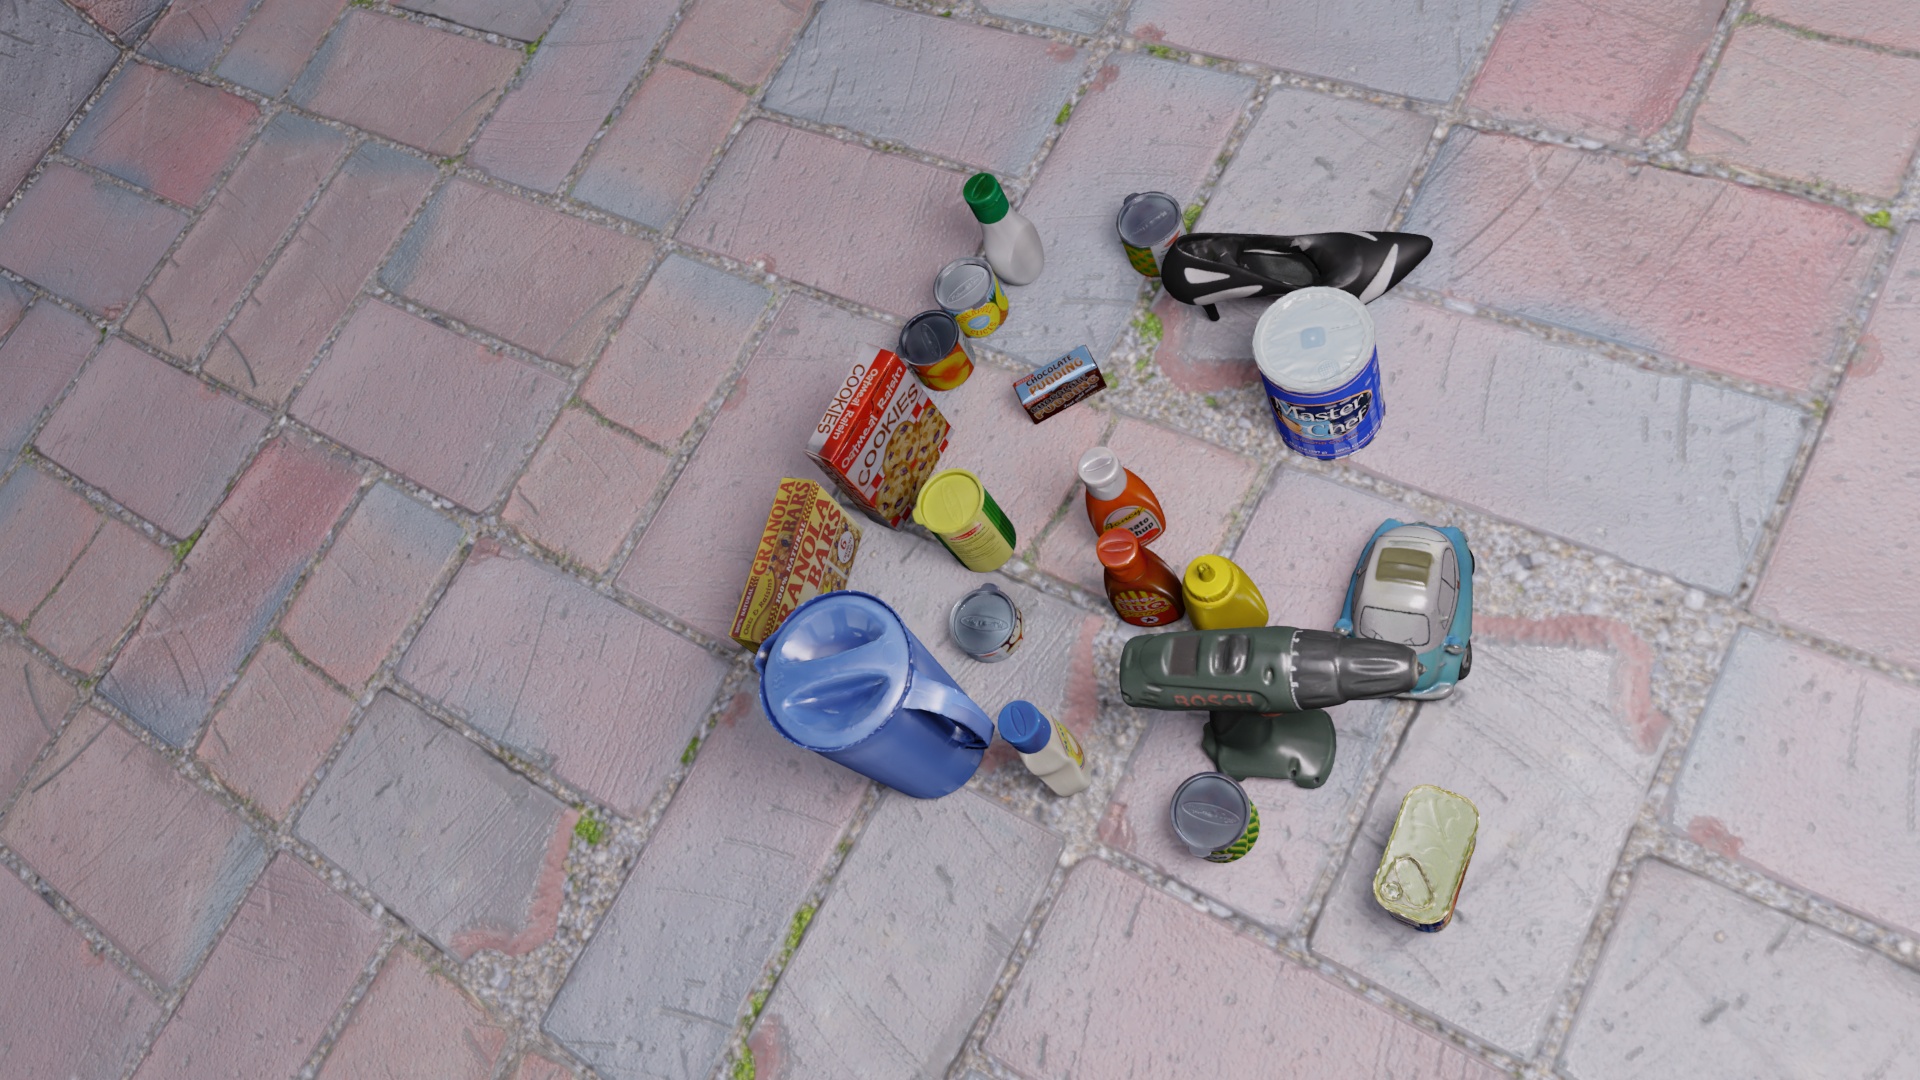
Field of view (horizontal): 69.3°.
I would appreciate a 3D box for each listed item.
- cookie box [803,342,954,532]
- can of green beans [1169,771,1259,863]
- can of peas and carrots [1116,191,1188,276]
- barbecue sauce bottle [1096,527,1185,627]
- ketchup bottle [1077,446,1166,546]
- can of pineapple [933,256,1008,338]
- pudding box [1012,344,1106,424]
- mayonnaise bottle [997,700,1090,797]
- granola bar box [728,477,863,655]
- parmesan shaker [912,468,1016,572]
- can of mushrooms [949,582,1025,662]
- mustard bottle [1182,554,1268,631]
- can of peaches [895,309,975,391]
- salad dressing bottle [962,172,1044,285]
[{"bbox_3d":[-0.075,-0.097,1.352,0.040,0.167,0.123,22,77,27],"label":"cookie box"},{"bbox_3d":[0.213,0.232,1.159,0.071,0.057,0.071,-8,65,17],"label":"can of green beans"},{"bbox_3d":[0.195,-0.312,1.410,0.071,0.058,0.071,-8,65,17],"label":"can of peas and carrots"},{"bbox_3d":[0.154,0.033,1.218,0.065,0.148,0.044,-6,66,19],"label":"barbecue sauce bottle"},{"bbox_3d":[0.141,-0.038,1.255,0.064,0.148,0.044,-24,61,10],"label":"ketchup bottle"},{"bbox_3d":[0.012,-0.252,1.453,0.071,0.057,0.071,-8,65,17],"label":"can of pineapple"},{"bbox_3d":[0.099,-0.155,1.381,0.083,0.049,0.030,-28,61,7],"label":"pudding box"},{"bbox_3d":[0.071,0.174,1.186,0.041,0.147,0.065,-26,61,9],"label":"mayonnaise bottle"},{"bbox_3d":[-0.157,0.038,1.347,0.039,0.124,0.166,8,70,24],"label":"granola bar box"},{"bbox_3d":[0.005,-0.017,1.323,0.071,0.103,0.071,-8,65,18],"label":"parmesan shaker"},{"bbox_3d":[0.026,0.078,1.312,0.071,0.033,0.071,-8,65,17],"label":"can of mushrooms"},{"bbox_3d":[0.220,0.046,1.181,0.065,0.160,0.049,-31,60,6],"label":"mustard bottle"},{"bbox_3d":[-0.025,-0.195,1.441,0.071,0.058,0.071,-8,65,17],"label":"can of peaches"},{"bbox_3d":[0.044,-0.317,1.418,0.044,0.147,0.064,22,77,27],"label":"salad dressing bottle"}]
